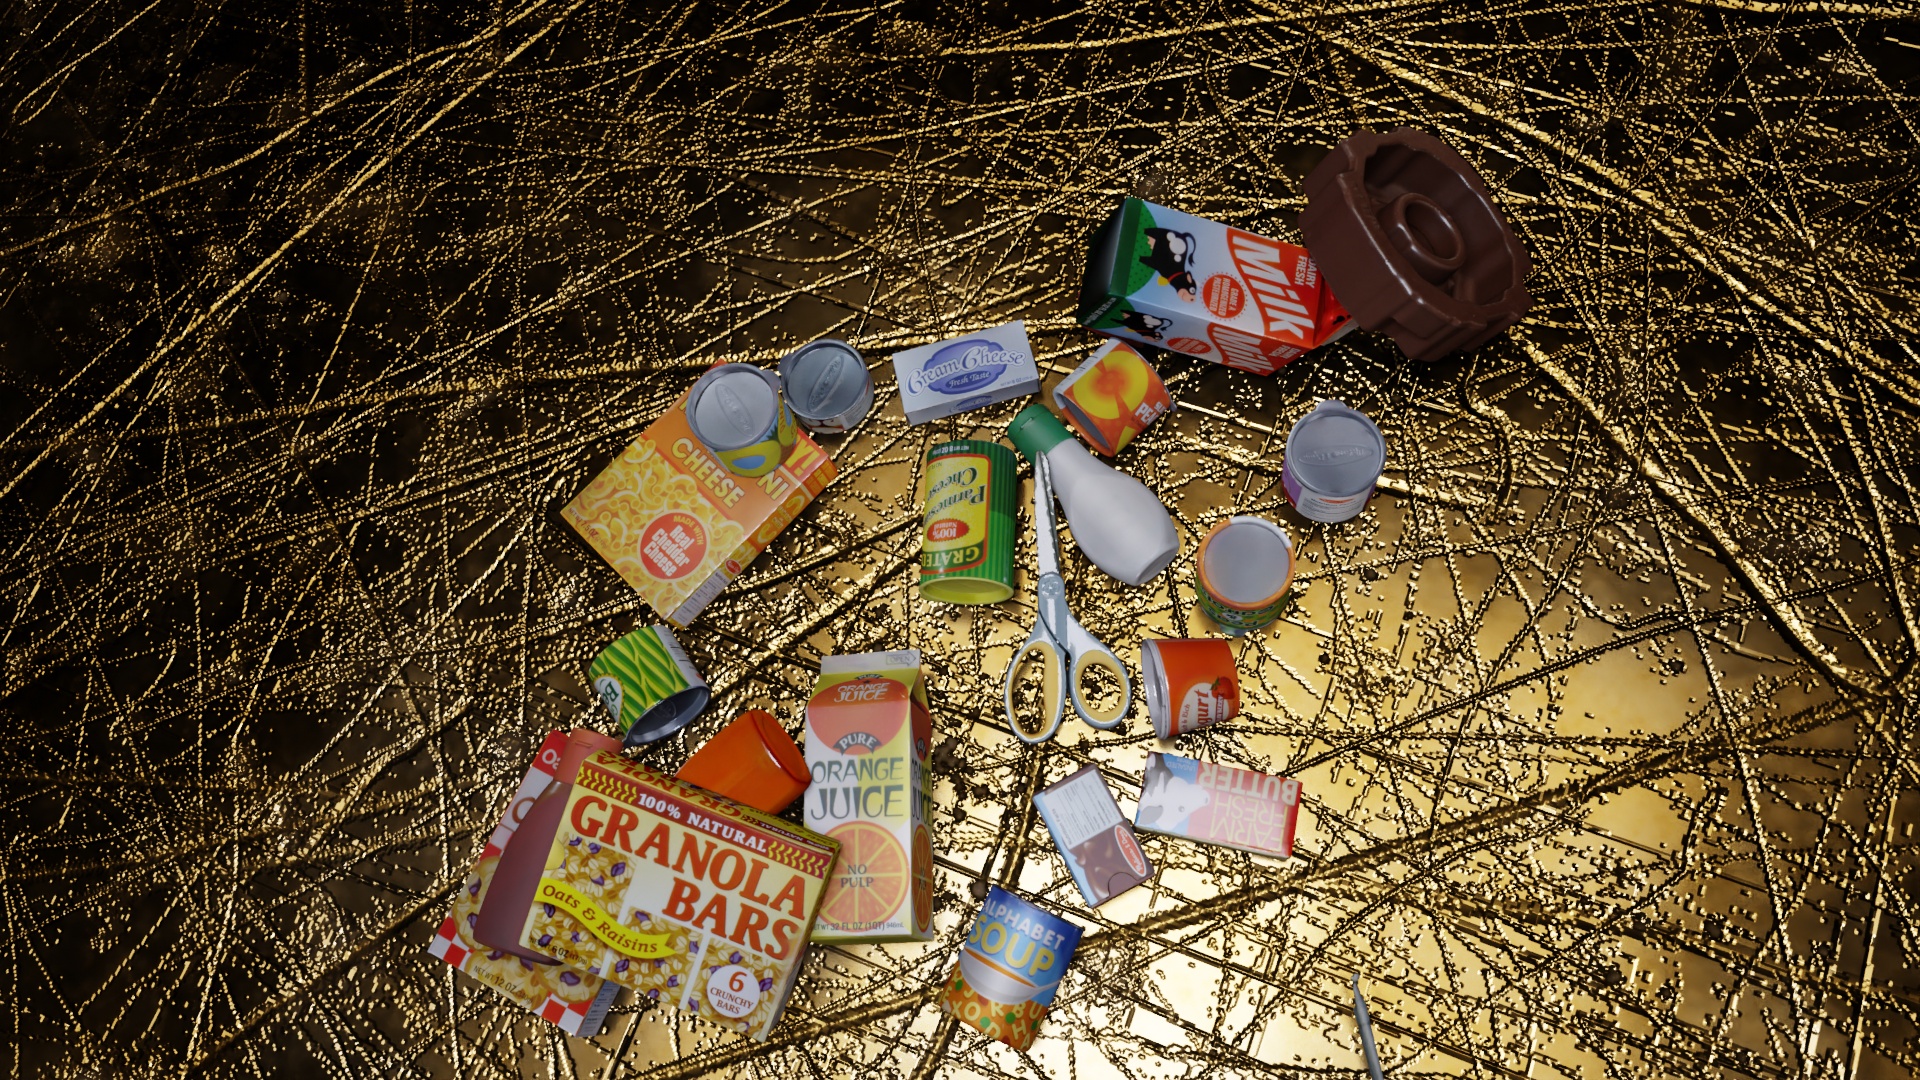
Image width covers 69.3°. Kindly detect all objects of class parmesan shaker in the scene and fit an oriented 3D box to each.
[{"bbox_3d":[0.004,-0.012,0.981,0.071,0.071,0.103,-1,72,8],"label":"parmesan shaker"}]

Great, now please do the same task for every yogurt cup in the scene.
[{"bbox_3d":[0.153,0.095,0.925,0.054,0.072,0.072,-8,71,-3],"label":"yogurt cup"}]

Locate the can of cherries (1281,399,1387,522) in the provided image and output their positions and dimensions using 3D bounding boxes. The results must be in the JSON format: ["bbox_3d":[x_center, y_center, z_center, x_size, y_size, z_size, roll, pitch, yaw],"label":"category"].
[{"bbox_3d":[0.257,-0.054,0.961,0.071,0.058,0.071,-3,72,9],"label":"can of cherries"}]

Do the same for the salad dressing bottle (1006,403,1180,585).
[{"bbox_3d":[0.092,-0.035,0.987,0.064,0.044,0.148,-43,70,7],"label":"salad dressing bottle"}]

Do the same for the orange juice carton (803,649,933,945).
[{"bbox_3d":[-0.060,0.168,0.926,0.072,0.073,0.193,-4,71,9],"label":"orange juice carton"}]

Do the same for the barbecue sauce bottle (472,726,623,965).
[{"bbox_3d":[-0.265,0.199,0.917,0.065,0.043,0.149,14,75,11],"label":"barbecue sauce bottle"}]

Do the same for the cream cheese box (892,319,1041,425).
[{"bbox_3d":[0.004,-0.126,1.040,0.104,0.024,0.053,-15,69,3],"label":"cream cheese box"}]

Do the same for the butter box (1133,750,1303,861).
[{"bbox_3d":[0.170,0.175,0.916,0.103,0.024,0.053,9,74,12],"label":"butter box"}]

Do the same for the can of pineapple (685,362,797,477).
[{"bbox_3d":[-0.153,-0.085,0.987,0.071,0.057,0.071,-2,72,7],"label":"can of pineapple"}]

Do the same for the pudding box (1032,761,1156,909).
[{"bbox_3d":[0.087,0.196,0.918,0.050,0.030,0.084,-28,70,-3],"label":"pudding box"}]

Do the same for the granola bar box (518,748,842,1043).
[{"bbox_3d":[-0.171,0.216,0.853,0.166,0.039,0.124,20,93,4],"label":"granola bar box"}]

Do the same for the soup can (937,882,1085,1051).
[{"bbox_3d":[0.031,0.269,0.879,0.071,0.071,0.084,23,77,15],"label":"soup can"}]

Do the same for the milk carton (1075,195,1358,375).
[{"bbox_3d":[0.185,-0.170,0.968,0.191,0.072,0.073,13,78,-12],"label":"milk carton"}]

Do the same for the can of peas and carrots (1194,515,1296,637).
[{"bbox_3d":[0.192,0.025,0.944,0.071,0.058,0.071,-3,71,8],"label":"can of peas and carrots"}]

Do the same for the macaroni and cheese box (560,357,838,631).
[{"bbox_3d":[-0.192,-0.036,1.030,0.124,0.040,0.166,42,82,18],"label":"macaroni and cheese box"}]

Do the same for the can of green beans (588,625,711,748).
[{"bbox_3d":[-0.218,0.101,0.974,0.071,0.071,0.058,-36,70,-4],"label":"can of green beans"}]

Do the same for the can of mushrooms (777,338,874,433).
[{"bbox_3d":[-0.102,-0.117,1.048,0.071,0.033,0.071,-2,72,8],"label":"can of mushrooms"}]

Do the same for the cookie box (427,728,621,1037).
[{"bbox_3d":[-0.266,0.232,0.951,0.123,0.040,0.168,23,76,15],"label":"cookie box"}]

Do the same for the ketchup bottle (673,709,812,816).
[{"bbox_3d":[-0.170,0.176,0.897,0.148,0.043,0.065,-39,72,9],"label":"ketchup bottle"}]

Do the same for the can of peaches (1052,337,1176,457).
[{"bbox_3d":[0.110,-0.100,0.994,0.058,0.071,0.071,-41,71,-6],"label":"can of peaches"}]
